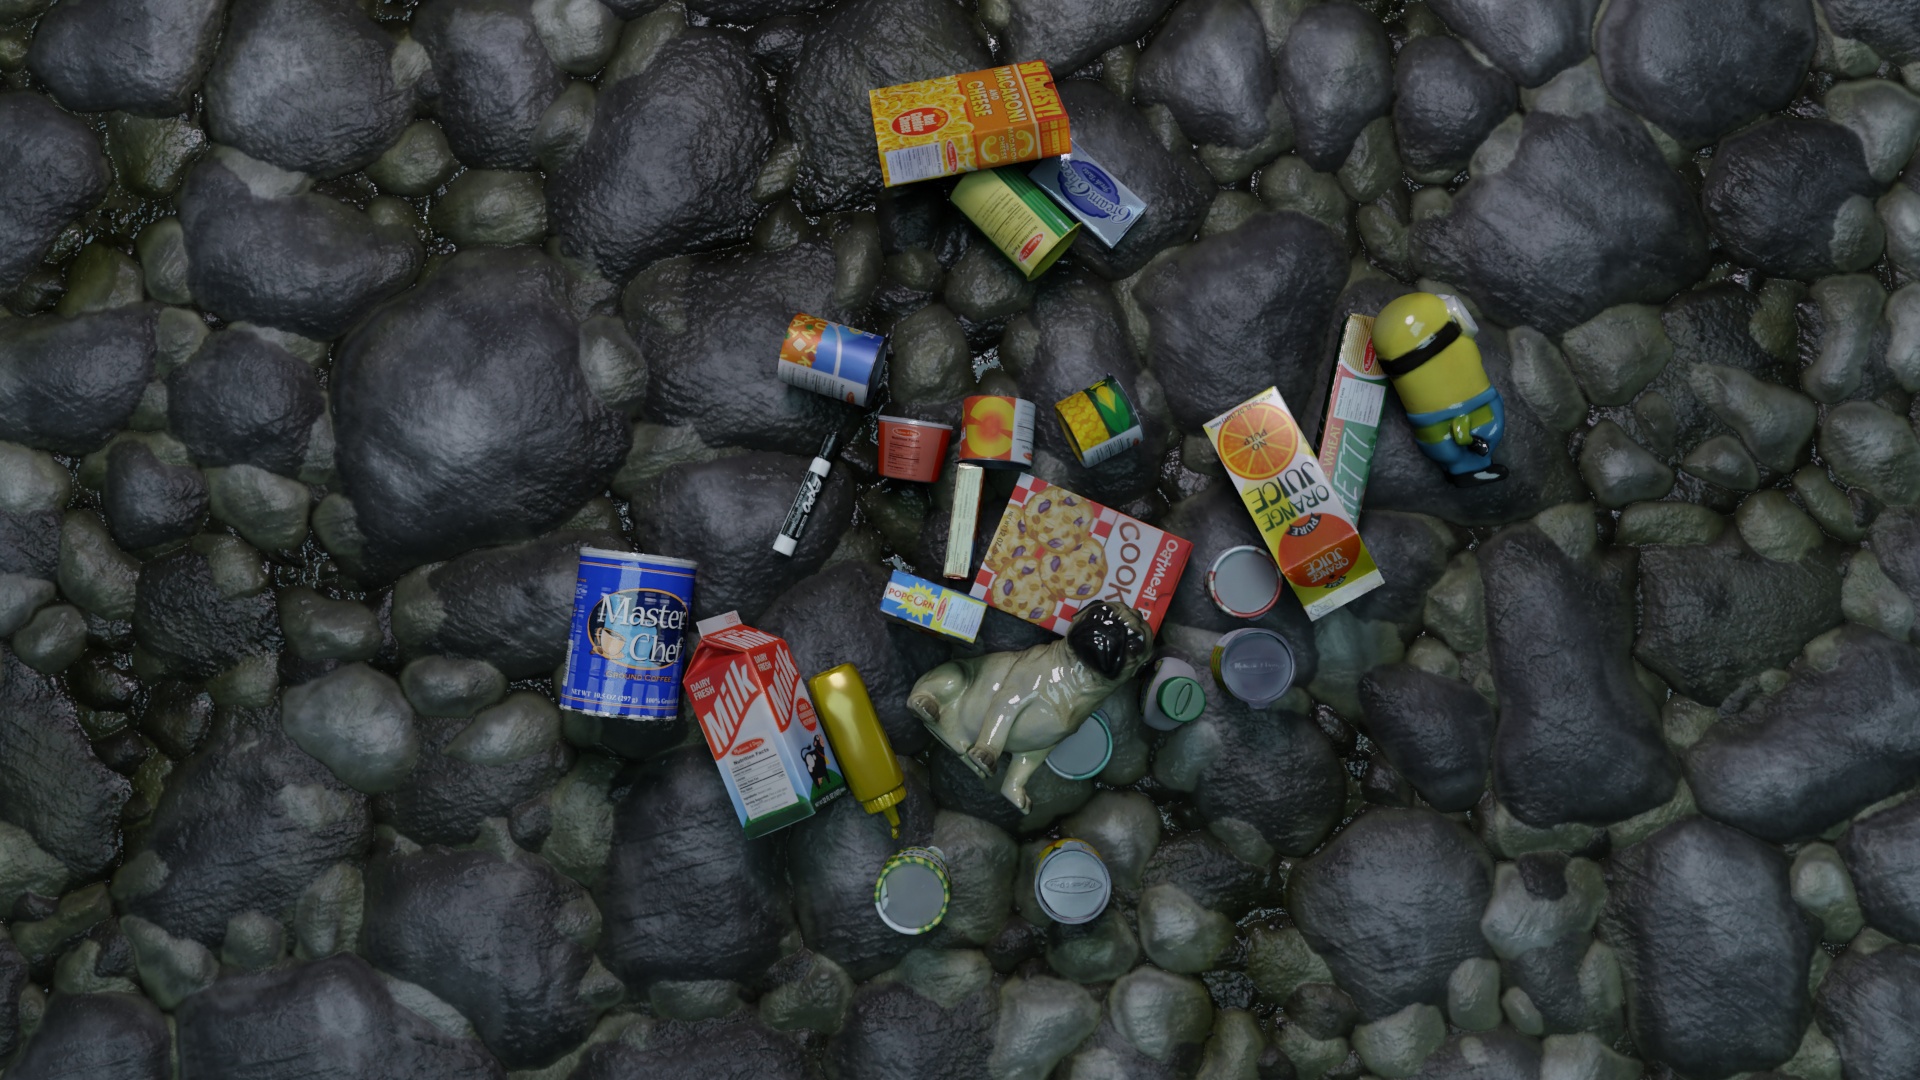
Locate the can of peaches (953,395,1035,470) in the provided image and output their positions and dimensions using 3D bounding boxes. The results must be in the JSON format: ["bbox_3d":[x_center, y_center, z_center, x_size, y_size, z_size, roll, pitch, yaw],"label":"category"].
[{"bbox_3d":[0.031,-0.096,1.244,0.071,0.071,0.058,5,86,1],"label":"can of peaches"}]

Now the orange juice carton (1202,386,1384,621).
[{"bbox_3d":[0.290,-0.031,1.206,0.071,0.073,0.193,-29,73,13],"label":"orange juice carton"}]

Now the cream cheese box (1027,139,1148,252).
[{"bbox_3d":[0.117,-0.319,1.280,0.104,0.024,0.053,42,88,3],"label":"cream cheese box"}]

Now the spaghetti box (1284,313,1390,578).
[{"bbox_3d":[0.345,-0.079,1.256,0.050,0.028,0.250,14,86,2],"label":"spaghetti box"}]

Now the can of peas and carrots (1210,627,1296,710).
[{"bbox_3d":[0.258,0.113,1.228,0.071,0.058,0.071,0,87,1],"label":"can of peas and carrots"}]

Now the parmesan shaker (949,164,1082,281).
[{"bbox_3d":[0.050,-0.296,1.257,0.071,0.071,0.103,-44,86,-2],"label":"parmesan shaker"}]

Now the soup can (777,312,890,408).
[{"bbox_3d":[-0.114,-0.165,1.251,0.084,0.071,0.071,17,87,2],"label":"soup can"}]

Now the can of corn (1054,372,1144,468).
[{"bbox_3d":[0.123,-0.108,1.244,0.058,0.071,0.071,-27,86,-1],"label":"can of corn"}]

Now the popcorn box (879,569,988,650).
[{"bbox_3d":[-0.022,0.062,1.202,0.085,0.126,0.038,20,83,2],"label":"popcorn box"}]

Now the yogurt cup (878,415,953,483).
[{"bbox_3d":[-0.043,-0.081,1.245,0.072,0.072,0.054,8,95,1],"label":"yogurt cup"}]

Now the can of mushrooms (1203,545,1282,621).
[{"bbox_3d":[0.255,0.039,1.247,0.071,0.033,0.071,0,85,0],"label":"can of mushrooms"}]

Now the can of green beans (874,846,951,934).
[{"bbox_3d":[-0.041,0.306,1.218,0.071,0.058,0.071,0,86,1],"label":"can of green beans"}]

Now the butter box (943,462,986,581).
[{"bbox_3d":[0.004,-0.016,1.244,0.024,0.053,0.103,7,85,4],"label":"butter box"}]

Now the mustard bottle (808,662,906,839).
[{"bbox_3d":[-0.084,0.188,1.227,0.049,0.065,0.160,-24,92,-10],"label":"mustard bottle"}]

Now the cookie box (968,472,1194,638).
[{"bbox_3d":[0.107,0.027,1.246,0.167,0.040,0.123,23,87,2],"label":"cookie box"}]

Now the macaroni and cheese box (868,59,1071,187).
[{"bbox_3d":[0.006,-0.375,1.242,0.166,0.040,0.124,-11,42,0],"label":"macaroni and cheese box"}]

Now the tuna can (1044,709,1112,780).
[{"bbox_3d":[0.104,0.178,1.238,0.071,0.033,0.071,0,86,1],"label":"tuna can"}]

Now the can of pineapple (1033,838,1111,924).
[{"bbox_3d":[0.098,0.296,1.217,0.071,0.058,0.071,0,86,1],"label":"can of pineapple"}]

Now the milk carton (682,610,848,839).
[{"bbox_3d":[-0.177,0.154,1.216,0.073,0.072,0.190,-25,86,20],"label":"milk carton"}]

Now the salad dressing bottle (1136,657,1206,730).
[{"bbox_3d":[0.180,0.132,1.183,0.044,0.147,0.064,22,87,2],"label":"salad dressing bottle"}]
